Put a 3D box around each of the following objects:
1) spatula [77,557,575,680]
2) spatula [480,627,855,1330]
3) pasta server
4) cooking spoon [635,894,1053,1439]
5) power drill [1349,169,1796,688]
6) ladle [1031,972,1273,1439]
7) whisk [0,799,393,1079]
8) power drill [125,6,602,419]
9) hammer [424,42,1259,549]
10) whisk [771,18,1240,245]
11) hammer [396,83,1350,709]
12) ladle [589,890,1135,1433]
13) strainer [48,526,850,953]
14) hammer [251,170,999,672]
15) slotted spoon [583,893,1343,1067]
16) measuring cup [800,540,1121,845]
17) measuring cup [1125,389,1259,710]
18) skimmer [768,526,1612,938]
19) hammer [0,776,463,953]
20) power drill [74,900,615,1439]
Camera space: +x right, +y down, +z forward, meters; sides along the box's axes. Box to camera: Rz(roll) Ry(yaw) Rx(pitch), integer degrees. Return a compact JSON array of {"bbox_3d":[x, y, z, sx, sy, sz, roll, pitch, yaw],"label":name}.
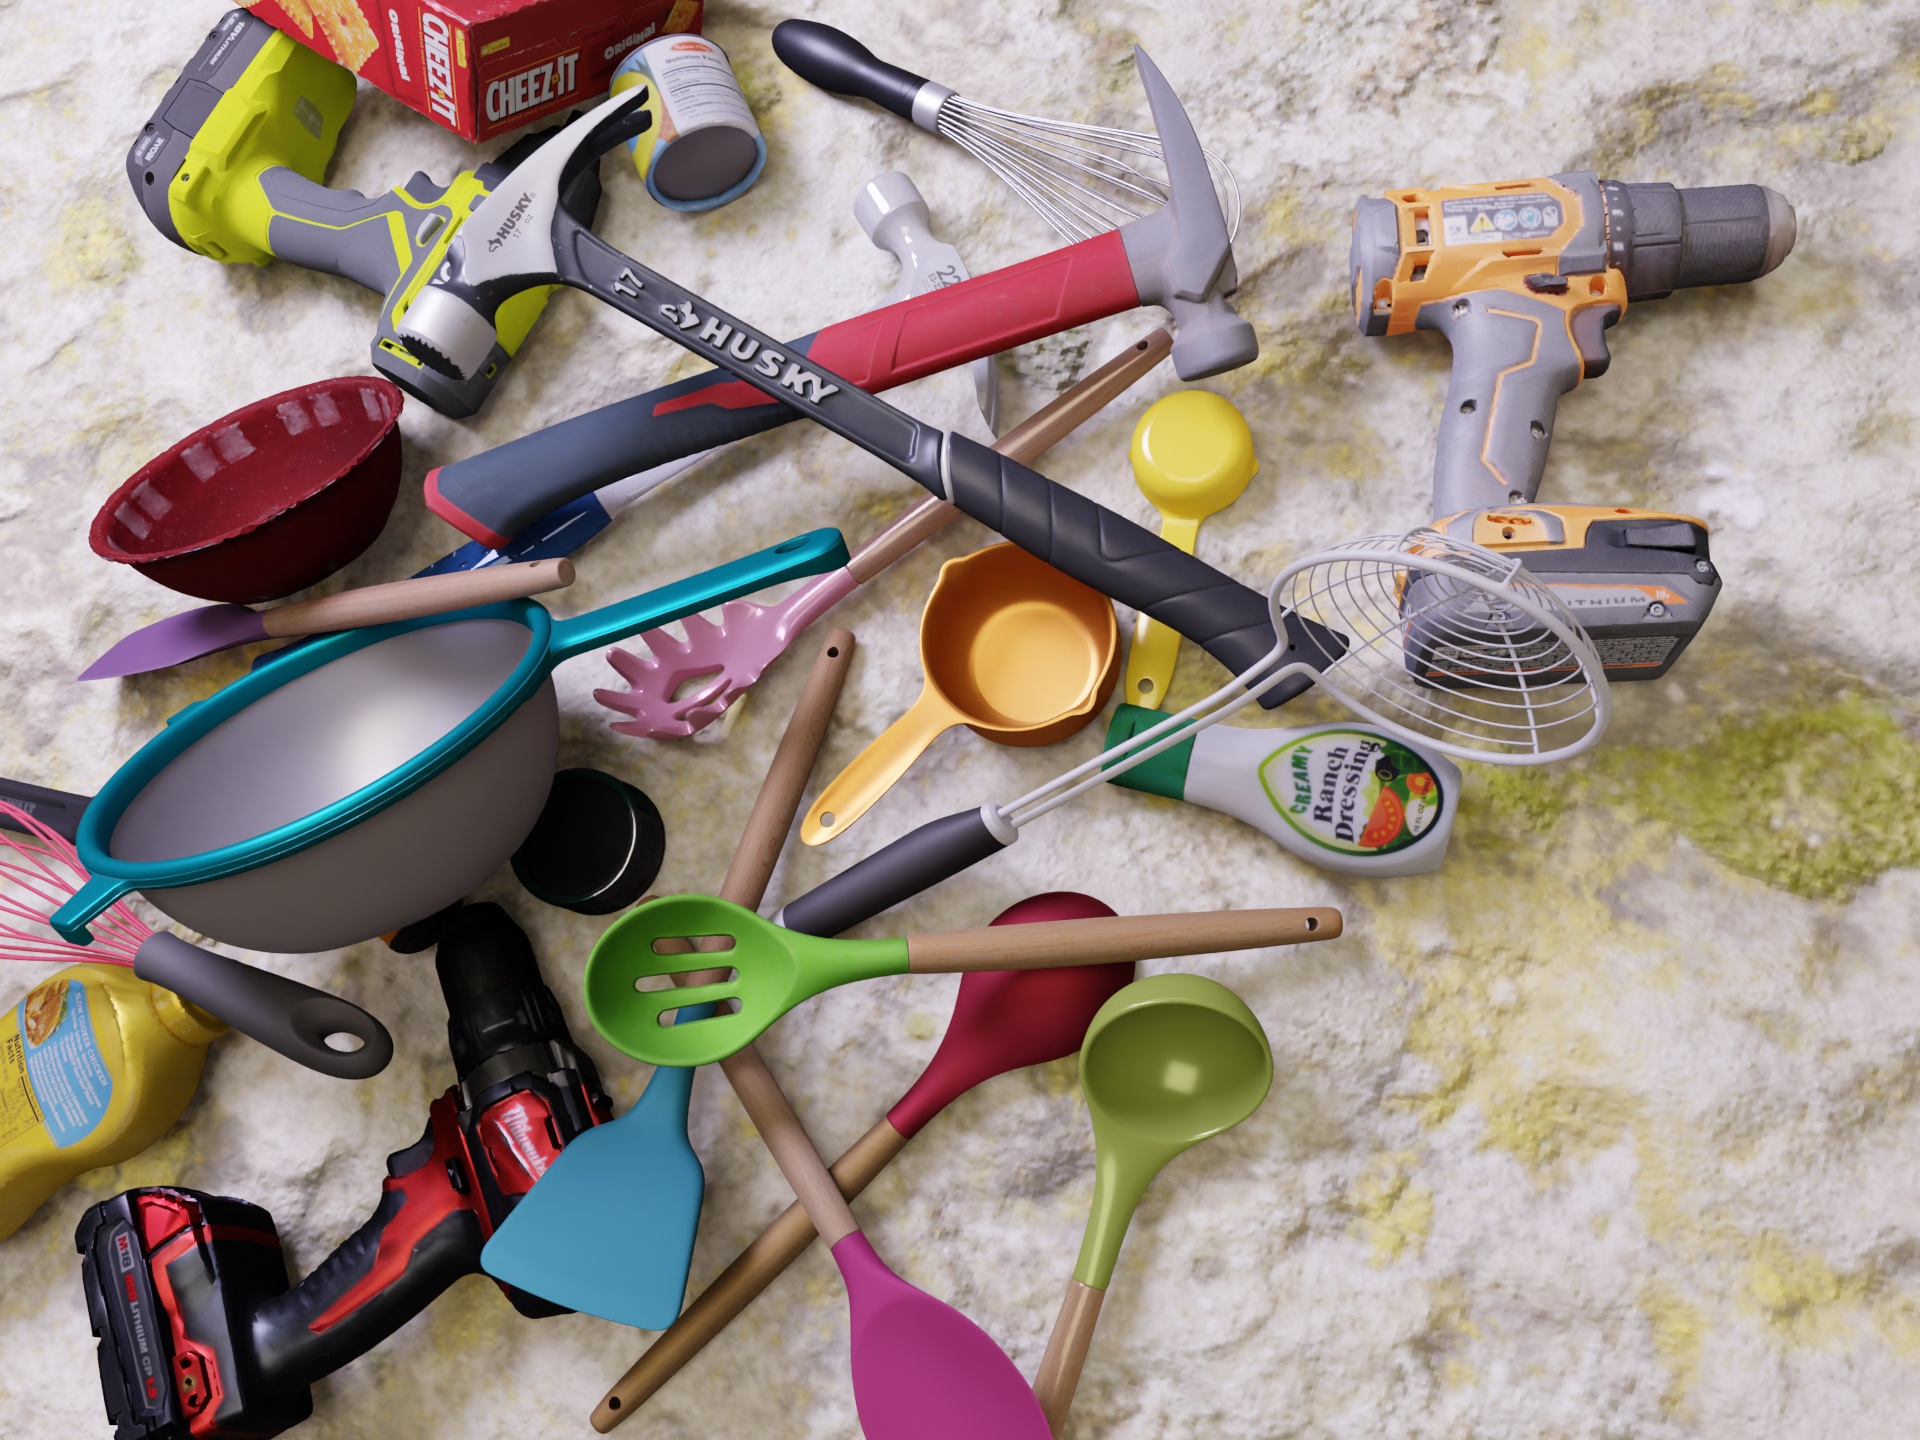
[{"bbox_3d":[-0.308,-0.051,0.759,0.316,0.018,0.060,-6,36,28],"label":"spatula"},{"bbox_3d":[-0.103,0.094,0.690,0.082,0.044,0.318,17,69,7],"label":"spatula"},{"bbox_3d":[-0.032,-0.089,0.744,0.316,0.040,0.060,-36,59,3],"label":"pasta server"},{"bbox_3d":[-0.060,0.196,0.667,0.069,0.017,0.319,-40,62,5],"label":"cooking spoon"},{"bbox_3d":[0.267,-0.133,0.680,0.185,0.084,0.226,-3,71,9],"label":"power drill"},{"bbox_3d":[0.045,0.255,0.637,0.078,0.062,0.320,21,83,-5],"label":"ladle"},{"bbox_3d":[-0.379,0.099,0.719,0.296,0.073,0.073,19,81,16],"label":"whisk"},{"bbox_3d":[-0.305,-0.279,0.838,0.223,0.080,0.171,29,83,13],"label":"power drill"},{"bbox_3d":[-0.071,-0.173,0.724,0.386,0.038,0.143,-16,94,10],"label":"hammer"},{"bbox_3d":[0.014,-0.292,0.786,0.285,0.070,0.070,33,85,22],"label":"whisk"},{"bbox_3d":[-0.021,-0.121,0.672,0.409,0.036,0.149,29,77,0],"label":"hammer"},{"bbox_3d":[-0.046,0.193,0.688,0.315,0.031,0.069,-45,70,0],"label":"ladle"},{"bbox_3d":[-0.198,0.012,0.696,0.340,0.095,0.211,-20,28,-2],"label":"strainer"},{"bbox_3d":[-0.166,-0.111,0.785,0.405,0.035,0.144,-31,72,3],"label":"hammer"},{"bbox_3d":[0.004,0.098,0.660,0.313,0.031,0.070,-4,82,-4],"label":"slotted spoon"},{"bbox_3d":[-0.001,-0.002,0.715,0.173,0.052,0.095,-44,72,0],"label":"measuring cup"},{"bbox_3d":[0.096,-0.078,0.723,0.062,0.029,0.156,10,76,14],"label":"measuring cup"},{"bbox_3d":[0.067,0.035,0.632,0.363,0.127,0.090,-29,38,21],"label":"skimmer"},{"bbox_3d":[-0.399,0.050,0.793,0.337,0.034,0.127,11,80,14],"label":"hammer"},{"bbox_3d":[-0.263,0.202,0.705,0.226,0.080,0.188,-27,65,0],"label":"power drill"}]
